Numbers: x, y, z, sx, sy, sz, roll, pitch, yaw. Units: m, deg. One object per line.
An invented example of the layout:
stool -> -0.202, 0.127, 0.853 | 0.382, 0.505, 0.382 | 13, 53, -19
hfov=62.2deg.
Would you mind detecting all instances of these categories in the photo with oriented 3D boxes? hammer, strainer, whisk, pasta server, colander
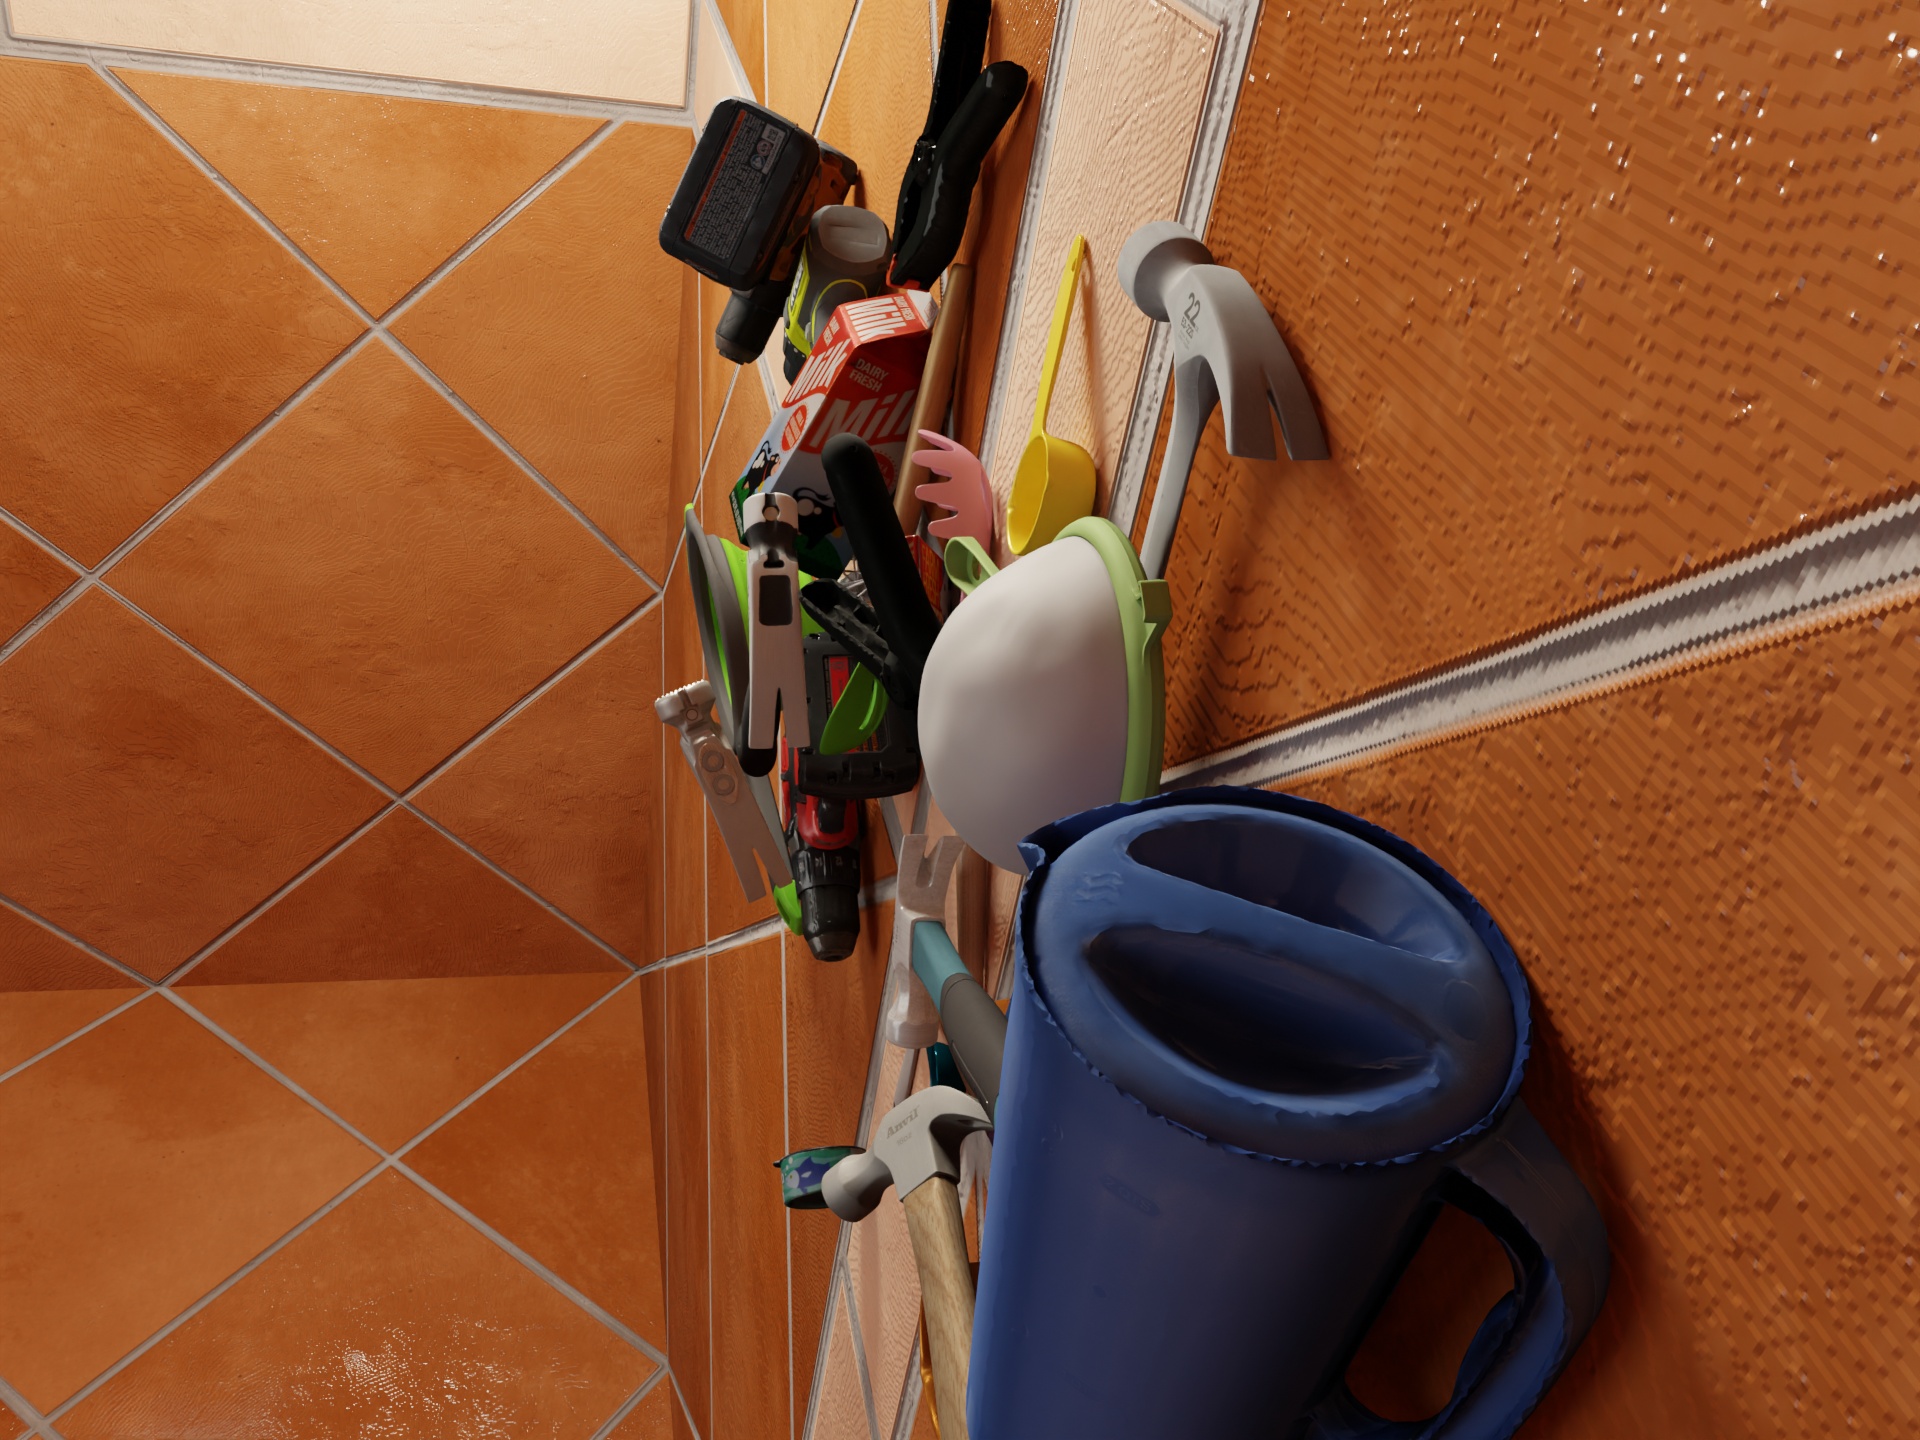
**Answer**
hammer -> 0.006, 0.305, 0.700 | 0.130, 0.031, 0.332 | -44, 35, 23
strainer -> 0.008, -0.027, 0.658 | 0.257, 0.069, 0.151 | -120, 34, -60
hammer -> -0.130, -0.016, 1.056 | 0.334, 0.035, 0.146 | 119, 148, -71
hammer -> 0.061, 0.015, 0.662 | 0.144, 0.035, 0.405 | -110, 25, -52
whisk -> -0.070, -0.096, 1.133 | 0.059, 0.058, 0.246 | 62, 171, -7
hammer -> -0.184, 0.046, 1.216 | 0.410, 0.038, 0.146 | 179, 67, -80
hammer -> 0.002, 0.137, 0.744 | 0.331, 0.033, 0.128 | -145, 57, -78
pasta server -> -0.001, -0.003, 0.890 | 0.060, 0.040, 0.316 | -18, -72, -79
colander -> -0.148, -0.009, 1.336 | 0.204, 0.094, 0.397 | 101, 154, -58

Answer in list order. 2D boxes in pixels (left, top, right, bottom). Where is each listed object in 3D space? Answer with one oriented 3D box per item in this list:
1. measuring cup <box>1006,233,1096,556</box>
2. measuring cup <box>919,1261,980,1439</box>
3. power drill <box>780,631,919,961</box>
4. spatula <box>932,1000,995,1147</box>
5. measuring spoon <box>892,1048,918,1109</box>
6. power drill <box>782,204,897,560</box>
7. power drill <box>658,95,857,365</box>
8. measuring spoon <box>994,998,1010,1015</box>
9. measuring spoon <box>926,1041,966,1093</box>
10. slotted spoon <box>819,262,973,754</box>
measuring cup -> 0.052, -0.150, 0.742 | 0.062, 0.029, 0.156 | 165, 117, -74
measuring cup -> 0.010, 0.280, 0.817 | 0.095, 0.052, 0.174 | 114, 154, -56
power drill -> -0.088, 0.057, 1.142 | 0.226, 0.080, 0.188 | 114, 152, -62
spatula -> 0.015, 0.207, 0.858 | 0.316, 0.018, 0.059 | -119, 29, -59
measuring spoon -> -0.041, 0.230, 1.062 | 0.034, 0.018, 0.124 | -108, 23, -49
power drill -> -0.098, -0.237, 1.182 | 0.190, 0.080, 0.229 | 126, 145, -63
power drill -> -0.154, -0.359, 1.193 | 0.185, 0.084, 0.226 | -62, -1, 12
measuring spoon -> 0.023, 0.157, 0.843 | 0.117, 0.011, 0.021 | 137, 131, -70
measuring spoon -> -0.010, 0.193, 0.968 | 0.129, 0.021, 0.042 | -104, 15, -68
slotted spoon -> -0.035, -0.121, 0.973 | 0.070, 0.031, 0.313 | -33, -41, -68
